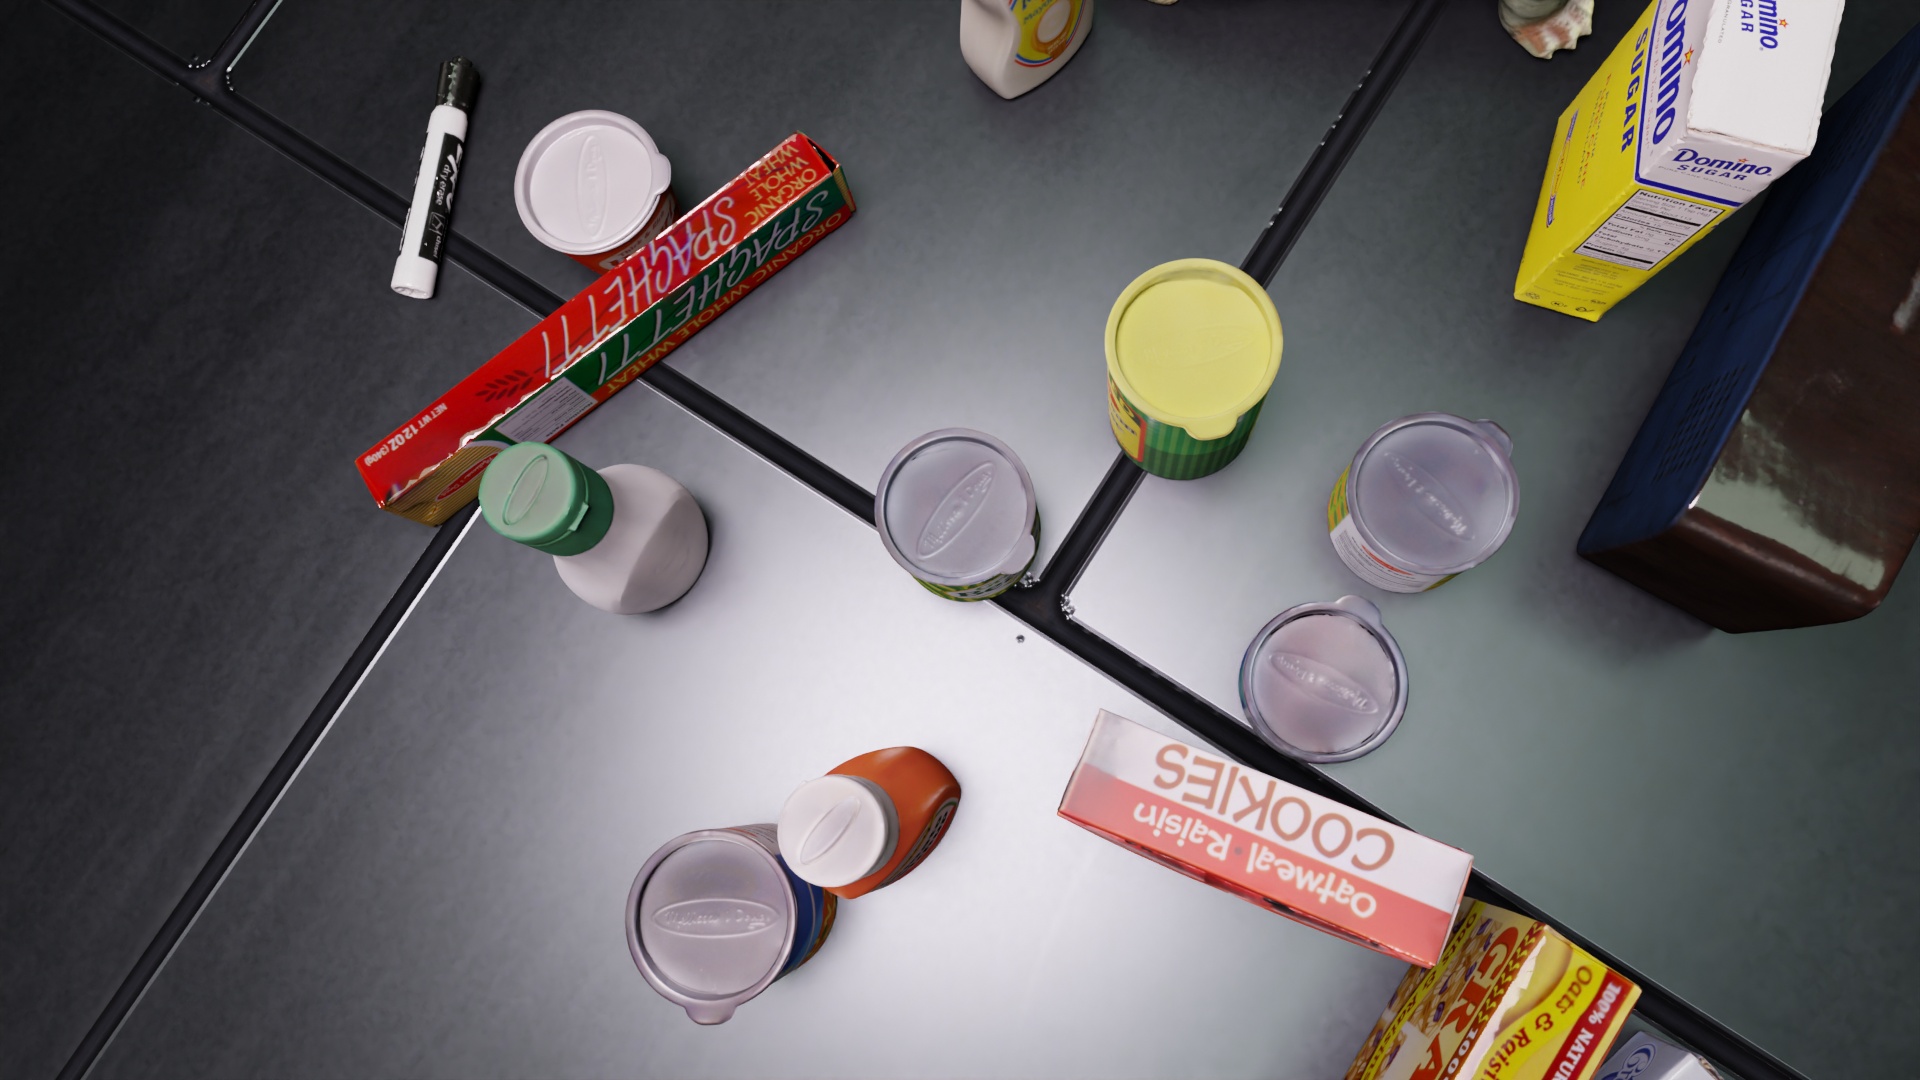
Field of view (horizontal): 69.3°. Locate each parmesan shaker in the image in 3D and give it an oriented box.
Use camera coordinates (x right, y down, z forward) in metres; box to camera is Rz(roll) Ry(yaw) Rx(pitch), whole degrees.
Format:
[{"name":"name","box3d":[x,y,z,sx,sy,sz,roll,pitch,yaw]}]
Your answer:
[{"name":"parmesan shaker","box3d":[0.093,-0.063,0.570,0.071,0.103,0.071,-1,80,6]}]

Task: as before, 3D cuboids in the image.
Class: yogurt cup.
[{"name":"yogurt cup","box3d":[-0.163,-0.155,0.639,0.072,0.054,0.072,-1,80,6]}]

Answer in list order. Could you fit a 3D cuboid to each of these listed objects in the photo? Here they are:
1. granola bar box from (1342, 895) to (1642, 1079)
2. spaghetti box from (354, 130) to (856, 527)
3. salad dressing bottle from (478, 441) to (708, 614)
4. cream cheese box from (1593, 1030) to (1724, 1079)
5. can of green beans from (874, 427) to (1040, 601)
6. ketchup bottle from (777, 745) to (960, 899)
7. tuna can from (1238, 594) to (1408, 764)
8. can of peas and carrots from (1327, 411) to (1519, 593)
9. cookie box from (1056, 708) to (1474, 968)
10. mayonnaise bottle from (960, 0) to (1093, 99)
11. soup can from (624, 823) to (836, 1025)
[{"name":"granola bar box","box3d":[0.167,0.213,0.500,0.039,0.124,0.165,33,85,11]},{"name":"spaghetti box","box3d":[-0.156,-0.094,0.629,0.250,0.050,0.029,-37,78,-2]},{"name":"salad dressing bottle","box3d":[-0.145,-0.006,0.562,0.044,0.147,0.064,27,84,10]},{"name":"cream cheese box","box3d":[0.239,0.232,0.525,0.104,0.053,0.024,-42,79,-2]},{"name":"can of green beans","box3d":[0.001,-0.009,0.593,0.071,0.057,0.071,-1,80,6]},{"name":"ketchup bottle","box3d":[-0.036,0.108,0.529,0.043,0.148,0.065,40,86,11]},{"name":"tuna can","box3d":[0.151,0.057,0.577,0.071,0.033,0.071,-1,80,6]},{"name":"can of peas and carrots","box3d":[0.190,-0.016,0.574,0.071,0.058,0.071,-1,80,6]},{"name":"cookie box","box3d":[0.101,0.105,0.505,0.123,0.167,0.040,20,83,9]},{"name":"mayonnaise bottle","box3d":[0.025,-0.247,0.588,0.065,0.148,0.041,-42,79,-2]},{"name":"soup can","box3d":[-0.090,0.151,0.560,0.071,0.083,0.071,-1,80,6]}]
